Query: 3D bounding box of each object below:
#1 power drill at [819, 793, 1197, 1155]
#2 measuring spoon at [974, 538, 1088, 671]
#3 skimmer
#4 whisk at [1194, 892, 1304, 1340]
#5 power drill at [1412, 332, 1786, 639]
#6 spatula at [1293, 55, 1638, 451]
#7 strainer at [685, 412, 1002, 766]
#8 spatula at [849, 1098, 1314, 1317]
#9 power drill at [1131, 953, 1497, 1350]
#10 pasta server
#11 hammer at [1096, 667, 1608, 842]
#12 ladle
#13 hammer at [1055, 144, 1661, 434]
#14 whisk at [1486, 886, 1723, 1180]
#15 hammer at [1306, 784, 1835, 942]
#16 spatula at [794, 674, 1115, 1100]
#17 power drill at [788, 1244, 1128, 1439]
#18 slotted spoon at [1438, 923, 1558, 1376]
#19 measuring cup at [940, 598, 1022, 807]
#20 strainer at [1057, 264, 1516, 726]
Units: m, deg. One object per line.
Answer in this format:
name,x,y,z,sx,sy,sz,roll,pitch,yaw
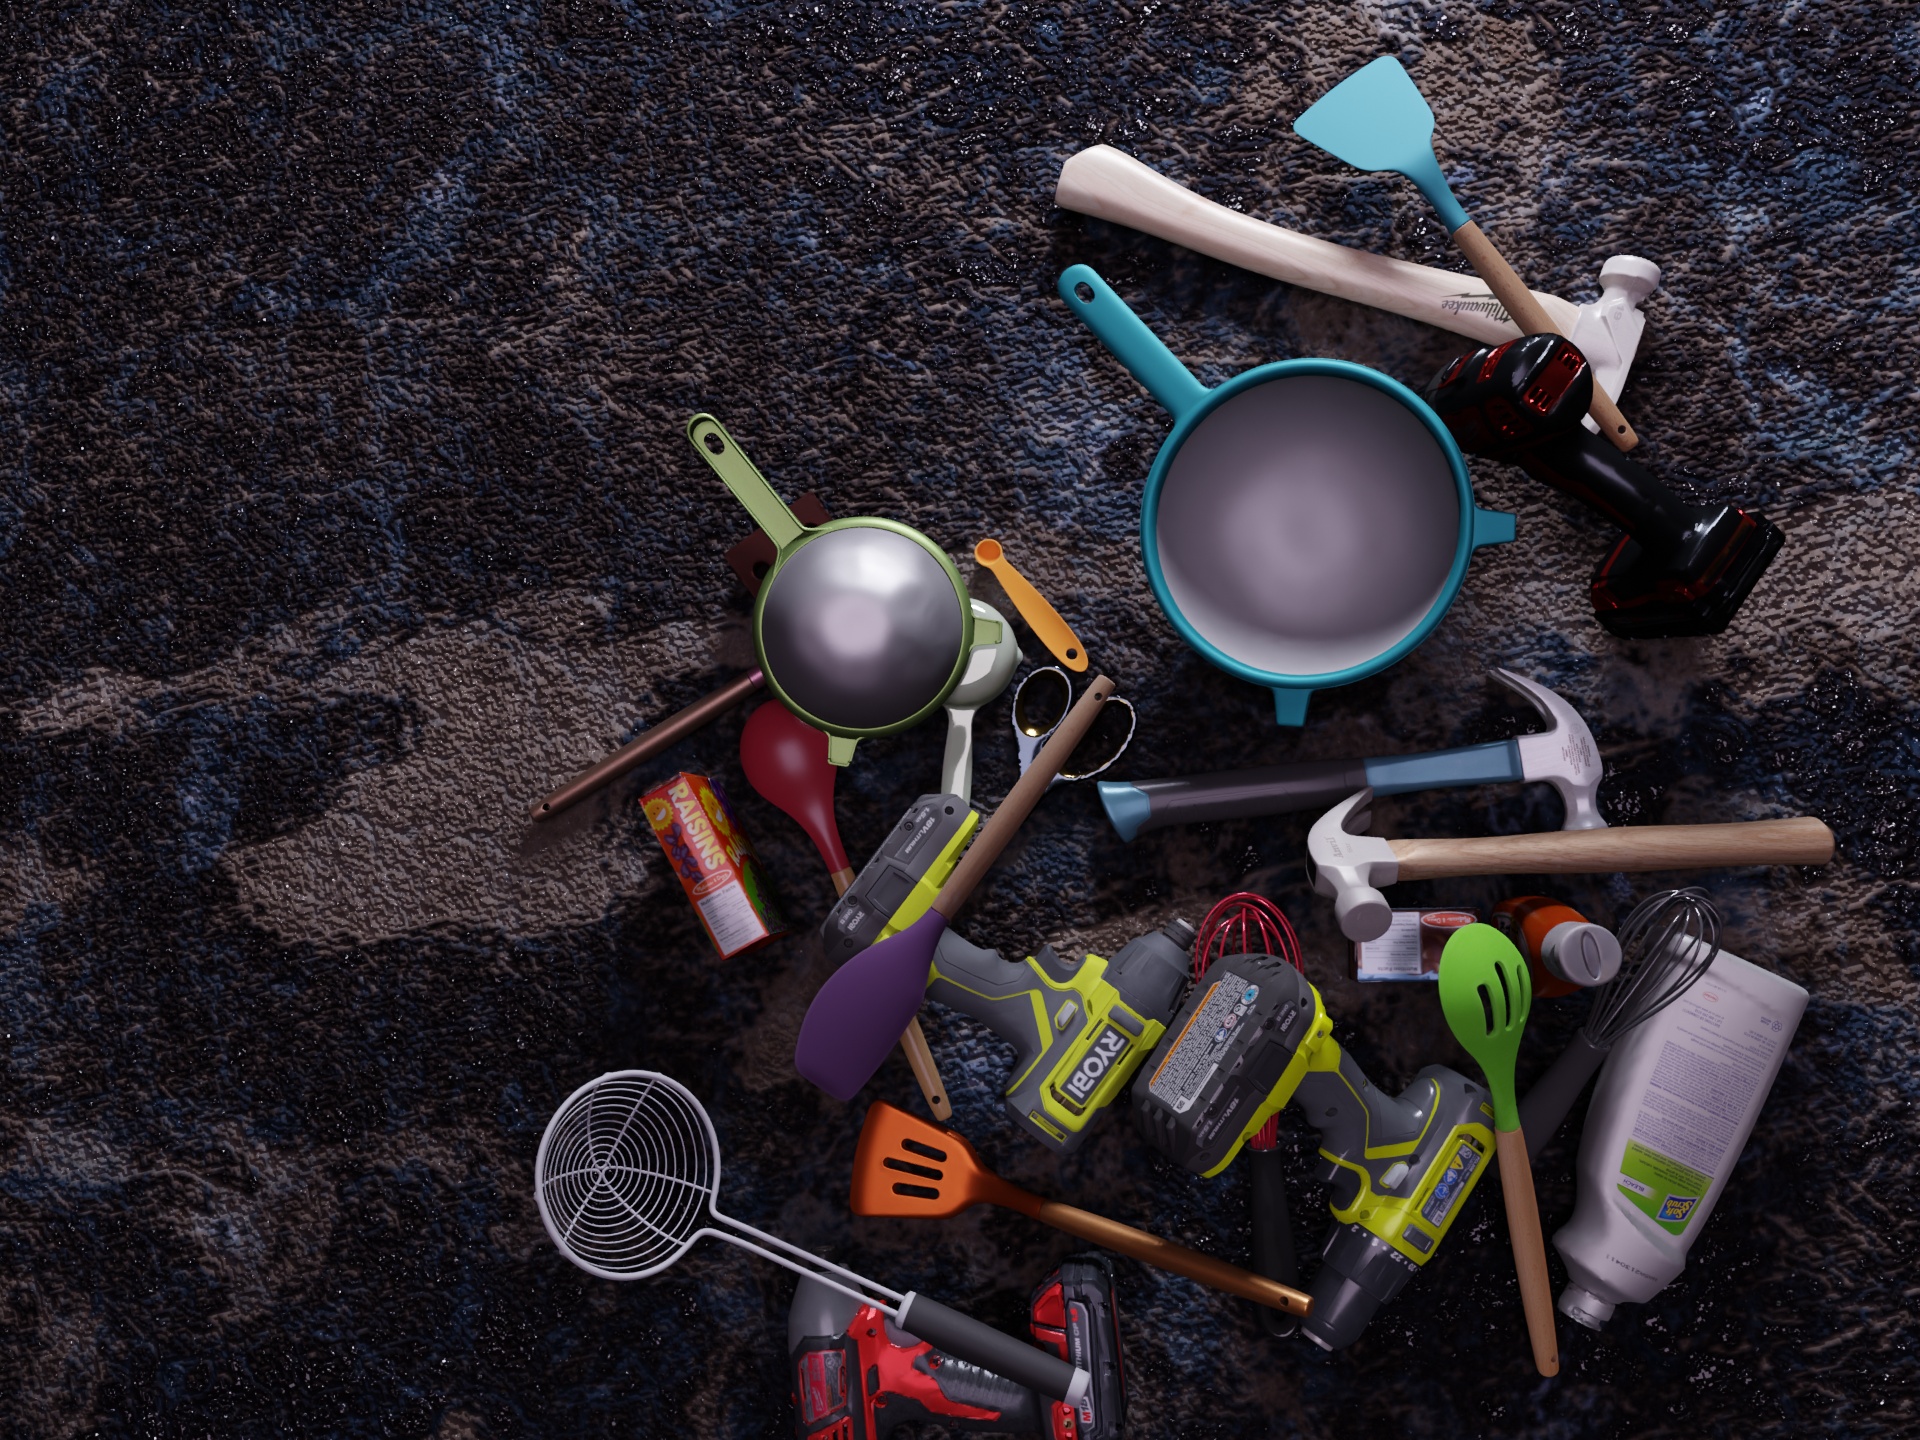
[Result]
power drill,0.034,0.154,1.055,0.223,0.080,0.171,38,85,-2
measuring spoon,0.050,-0.080,1.118,0.021,0.011,0.117,-39,86,0
skimmer,-0.089,0.333,0.985,0.363,0.090,0.127,21,58,10
whisk,0.199,0.261,1.047,0.073,0.073,0.296,-5,90,5
power drill,0.387,-0.151,1.026,0.226,0.188,0.080,38,83,-10
spatula,0.350,-0.308,1.065,0.082,0.044,0.317,-36,88,4
strainer,-0.100,-0.103,1.050,0.151,0.069,0.256,-39,91,2
spatula,0.070,0.324,1.022,0.323,0.041,0.081,9,85,34
power drill,0.219,0.268,0.987,0.228,0.080,0.190,38,82,-22
pasta server,-0.171,-0.015,1.119,0.316,0.040,0.060,-31,85,3
hammer,0.259,0.042,1.071,0.331,0.033,0.128,-7,85,5
ladle,-0.074,0.128,1.102,0.069,0.031,0.315,-24,84,3
hammer,0.260,-0.304,1.105,0.410,0.038,0.146,20,88,8
whisk,0.399,0.201,1.001,0.055,0.055,0.239,29,114,8
hammer,0.380,0.081,0.996,0.331,0.130,0.031,-2,118,-5
spatula,0.000,0.100,1.006,0.059,0.018,0.316,37,86,-7
power drill,-0.006,0.412,1.043,0.219,0.078,0.143,-7,83,8
slotted spoon,0.347,0.275,0.993,0.070,0.031,0.313,-20,106,-25
measuring cup,-0.002,-0.004,1.099,0.083,0.038,0.168,3,83,6
strainer,0.190,-0.174,1.066,0.211,0.095,0.340,-44,78,16
